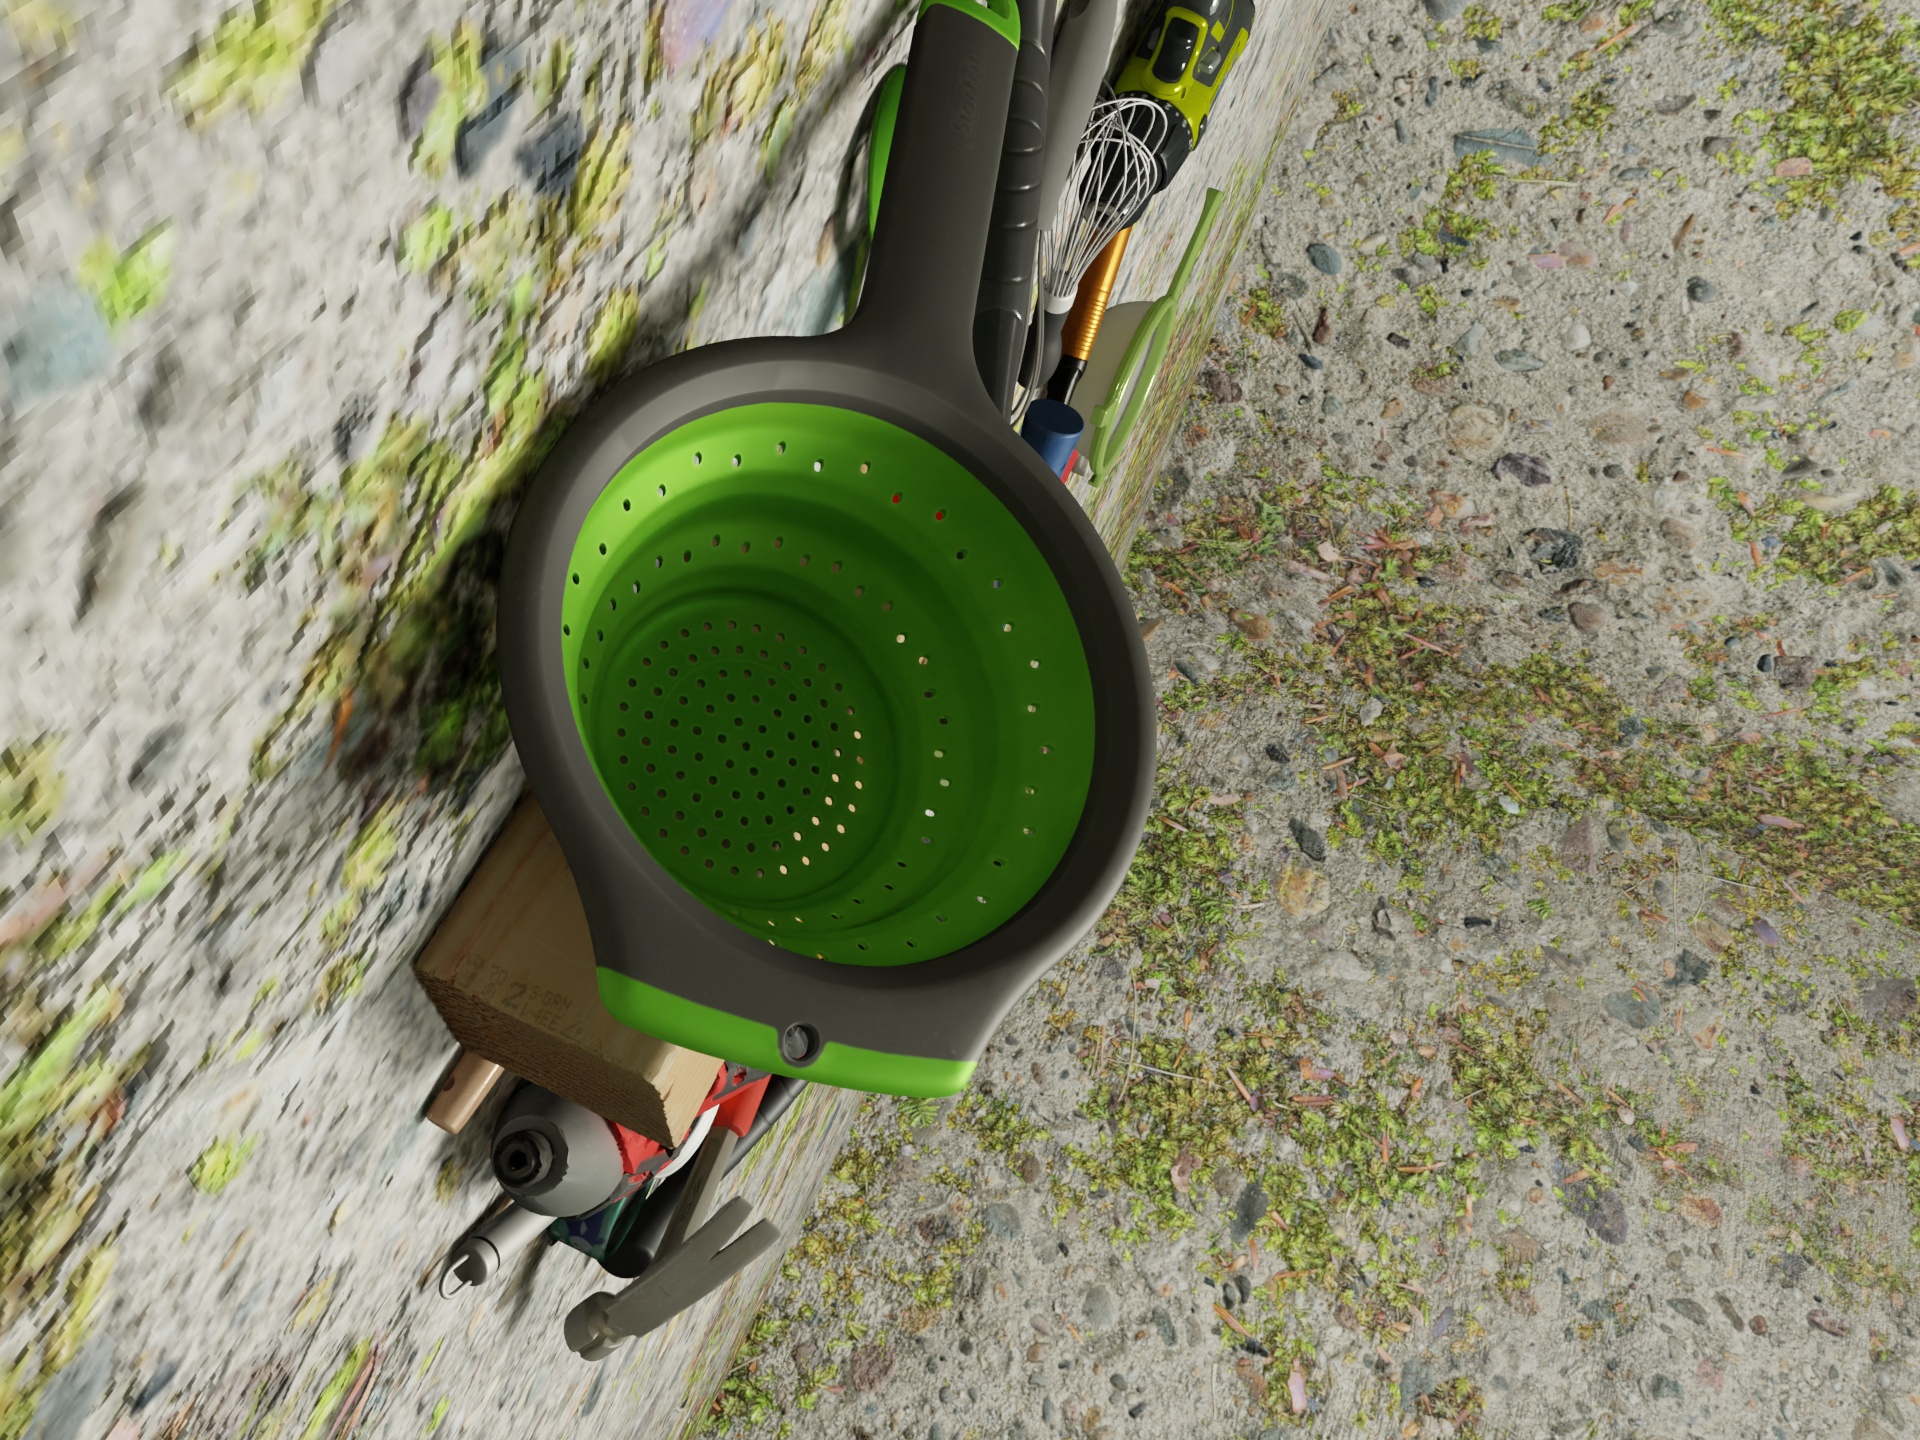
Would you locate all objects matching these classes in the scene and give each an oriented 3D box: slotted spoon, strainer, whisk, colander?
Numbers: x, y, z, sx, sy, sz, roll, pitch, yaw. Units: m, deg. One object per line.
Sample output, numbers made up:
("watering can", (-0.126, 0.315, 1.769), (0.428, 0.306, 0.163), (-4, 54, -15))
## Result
("slotted spoon", (-0.041, -0.136, 0.692), (0.313, 0.031, 0.070), (108, 3, -54))
("strainer", (0.134, -0.324, 1.277), (0.151, 0.069, 0.256), (71, 43, -78))
("whisk", (0.065, -0.274, 0.946), (0.284, 0.070, 0.070), (111, 5, -71))
("colander", (-0.037, -0.078, 0.517), (0.094, 0.204, 0.397), (-31, -135, 55))
("strainer", (-0.177, 0.210, 0.779), (0.258, 0.050, 0.087), (-32, 129, -69))
("whisk", (0.037, -0.256, 0.815), (0.055, 0.055, 0.239), (-50, 159, -68))

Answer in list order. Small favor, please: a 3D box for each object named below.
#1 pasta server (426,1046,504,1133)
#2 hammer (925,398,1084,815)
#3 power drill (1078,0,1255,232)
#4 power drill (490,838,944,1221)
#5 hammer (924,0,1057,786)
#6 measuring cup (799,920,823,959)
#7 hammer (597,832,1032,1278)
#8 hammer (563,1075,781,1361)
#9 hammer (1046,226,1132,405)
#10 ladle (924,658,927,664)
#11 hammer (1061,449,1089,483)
("pasta server", (-0.112, 0.030, 0.647), (0.060, 0.040, 0.316), (-6, -135, 46))
("hammer", (-0.002, -0.003, 0.972), (0.144, 0.035, 0.405), (-75, -177, -56))
("power drill", (0.131, -0.406, 0.905), (0.228, 0.080, 0.191), (106, 9, -68))
("power drill", (-0.092, 0.135, 0.668), (0.219, 0.078, 0.143), (-31, 169, 2))
("hammer", (0.012, -0.138, 0.632), (0.146, 0.035, 0.335), (-112, -154, -83))
("measuring cup", (-0.145, 0.183, 0.935), (0.173, 0.052, 0.095), (-47, -172, 8))
("hammer", (-0.093, 0.212, 1.079), (0.149, 0.036, 0.409), (-6, -148, 52))
("hammer", (-0.128, 0.221, 0.974), (0.149, 0.036, 0.359), (-40, -167, 23))
("hammer", (0.078, -0.261, 1.092), (0.127, 0.034, 0.337), (-127, -128, -68))
("ladle", (-0.041, 0.003, 1.096), (0.320, 0.062, 0.078), (-58, 168, -68))
("hammer", (0.033, -0.108, 1.389), (0.143, 0.038, 0.386), (101, 14, -72))
